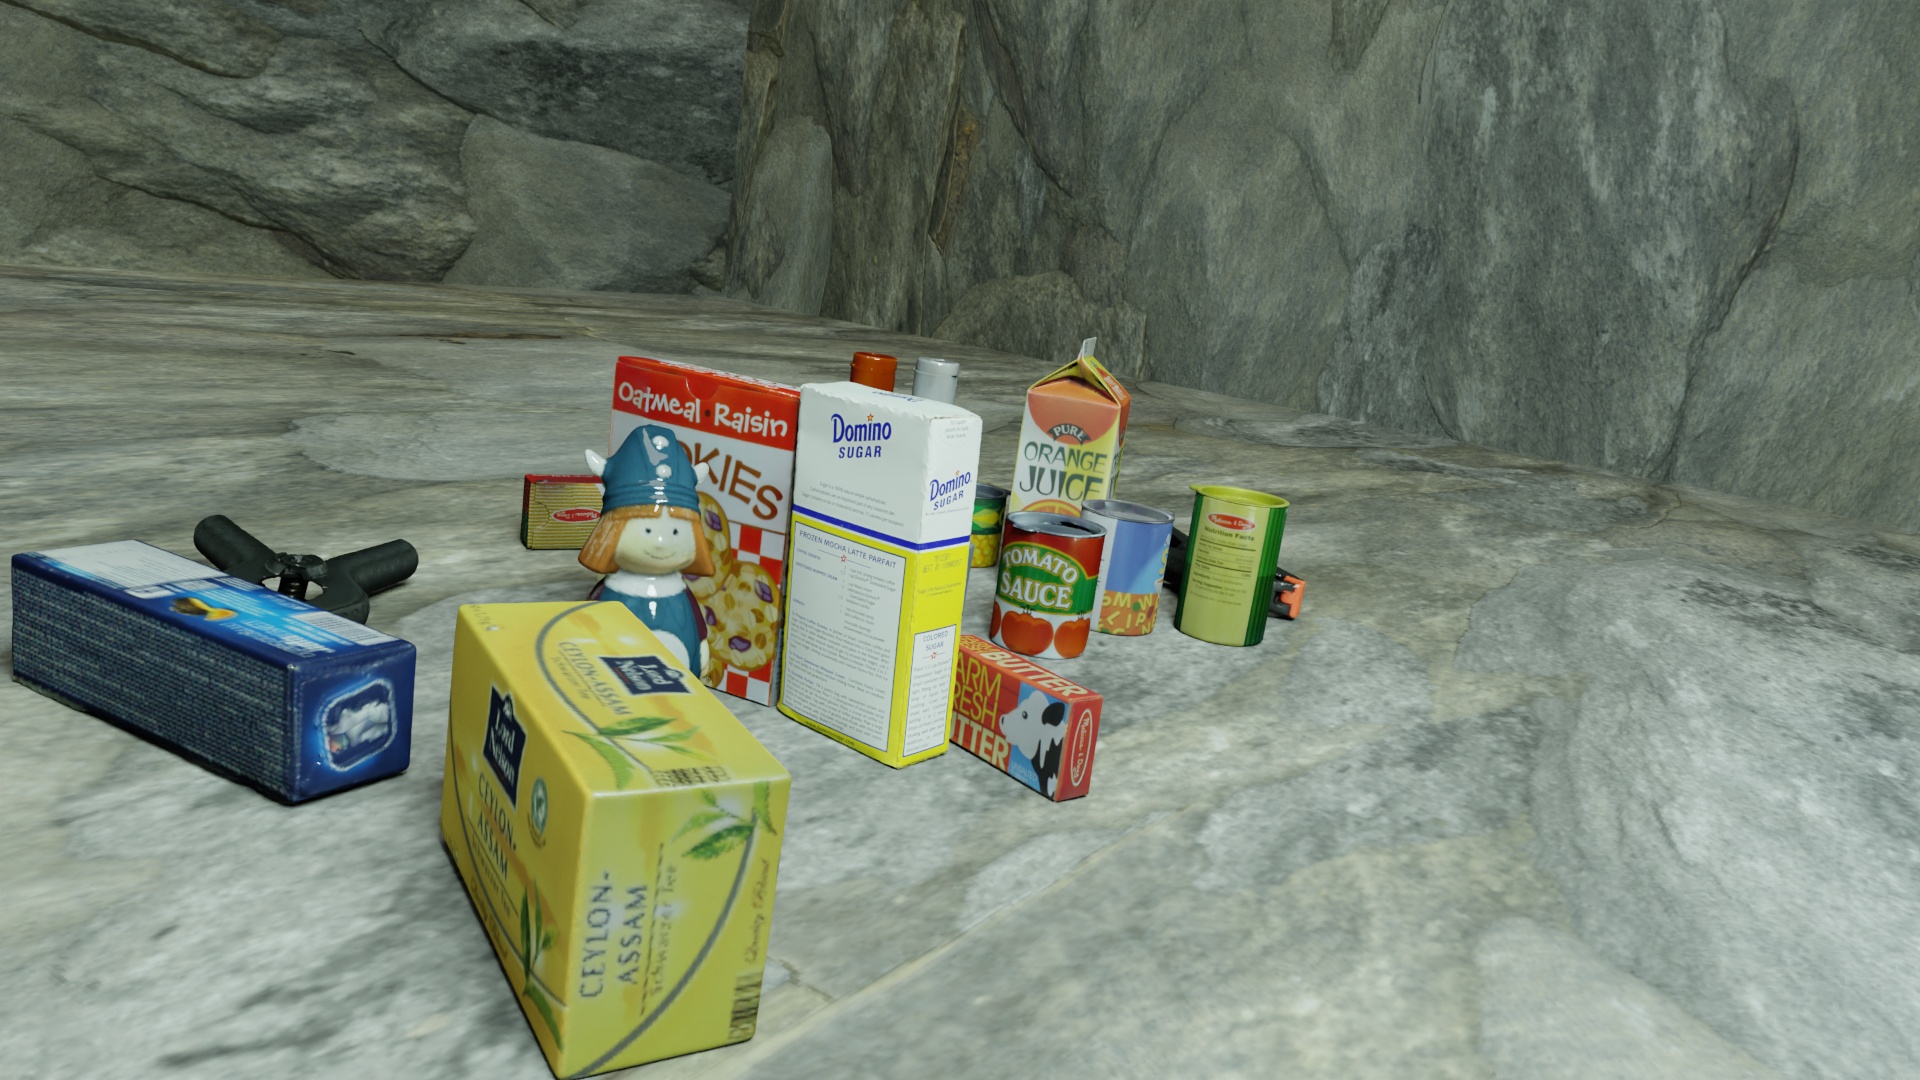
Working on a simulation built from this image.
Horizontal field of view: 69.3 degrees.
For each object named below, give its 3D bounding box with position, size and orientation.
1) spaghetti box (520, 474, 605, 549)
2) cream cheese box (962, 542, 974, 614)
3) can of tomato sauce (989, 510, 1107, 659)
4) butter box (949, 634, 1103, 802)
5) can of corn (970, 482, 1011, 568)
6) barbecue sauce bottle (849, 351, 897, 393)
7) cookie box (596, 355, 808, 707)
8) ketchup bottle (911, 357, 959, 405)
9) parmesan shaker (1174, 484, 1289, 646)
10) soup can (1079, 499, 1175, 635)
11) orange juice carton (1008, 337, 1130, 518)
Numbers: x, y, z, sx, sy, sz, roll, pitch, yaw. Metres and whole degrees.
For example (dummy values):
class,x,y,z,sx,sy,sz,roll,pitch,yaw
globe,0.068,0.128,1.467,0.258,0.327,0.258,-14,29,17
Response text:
class,x,y,z,sx,sy,sz,roll,pitch,yaw
spaghetti box,-0.198,-0.020,1.035,0.251,0.050,0.029,0,15,-32
cream cheese box,-0.026,0.032,0.906,0.024,0.053,0.104,14,14,25
can of tomato sauce,0.056,0.029,0.905,0.071,0.083,0.071,8,12,-2
butter box,0.025,0.087,0.700,0.024,0.053,0.103,-2,16,-40
can of corn,0.004,-0.014,1.115,0.071,0.058,0.071,8,12,-2
barbecue sauce bottle,-0.080,-0.079,1.146,0.044,0.148,0.065,5,13,-16
cookie box,-0.136,-0.008,0.755,0.123,0.167,0.040,14,13,25
ketchup bottle,-0.030,-0.079,1.174,0.043,0.148,0.065,11,13,14
parmesan shaker,0.191,0.017,0.996,0.071,0.102,0.071,8,12,-2
soup can,0.114,0.019,0.984,0.071,0.083,0.071,8,12,-2
orange juice carton,0.083,-0.058,1.055,0.073,0.192,0.072,11,12,12
